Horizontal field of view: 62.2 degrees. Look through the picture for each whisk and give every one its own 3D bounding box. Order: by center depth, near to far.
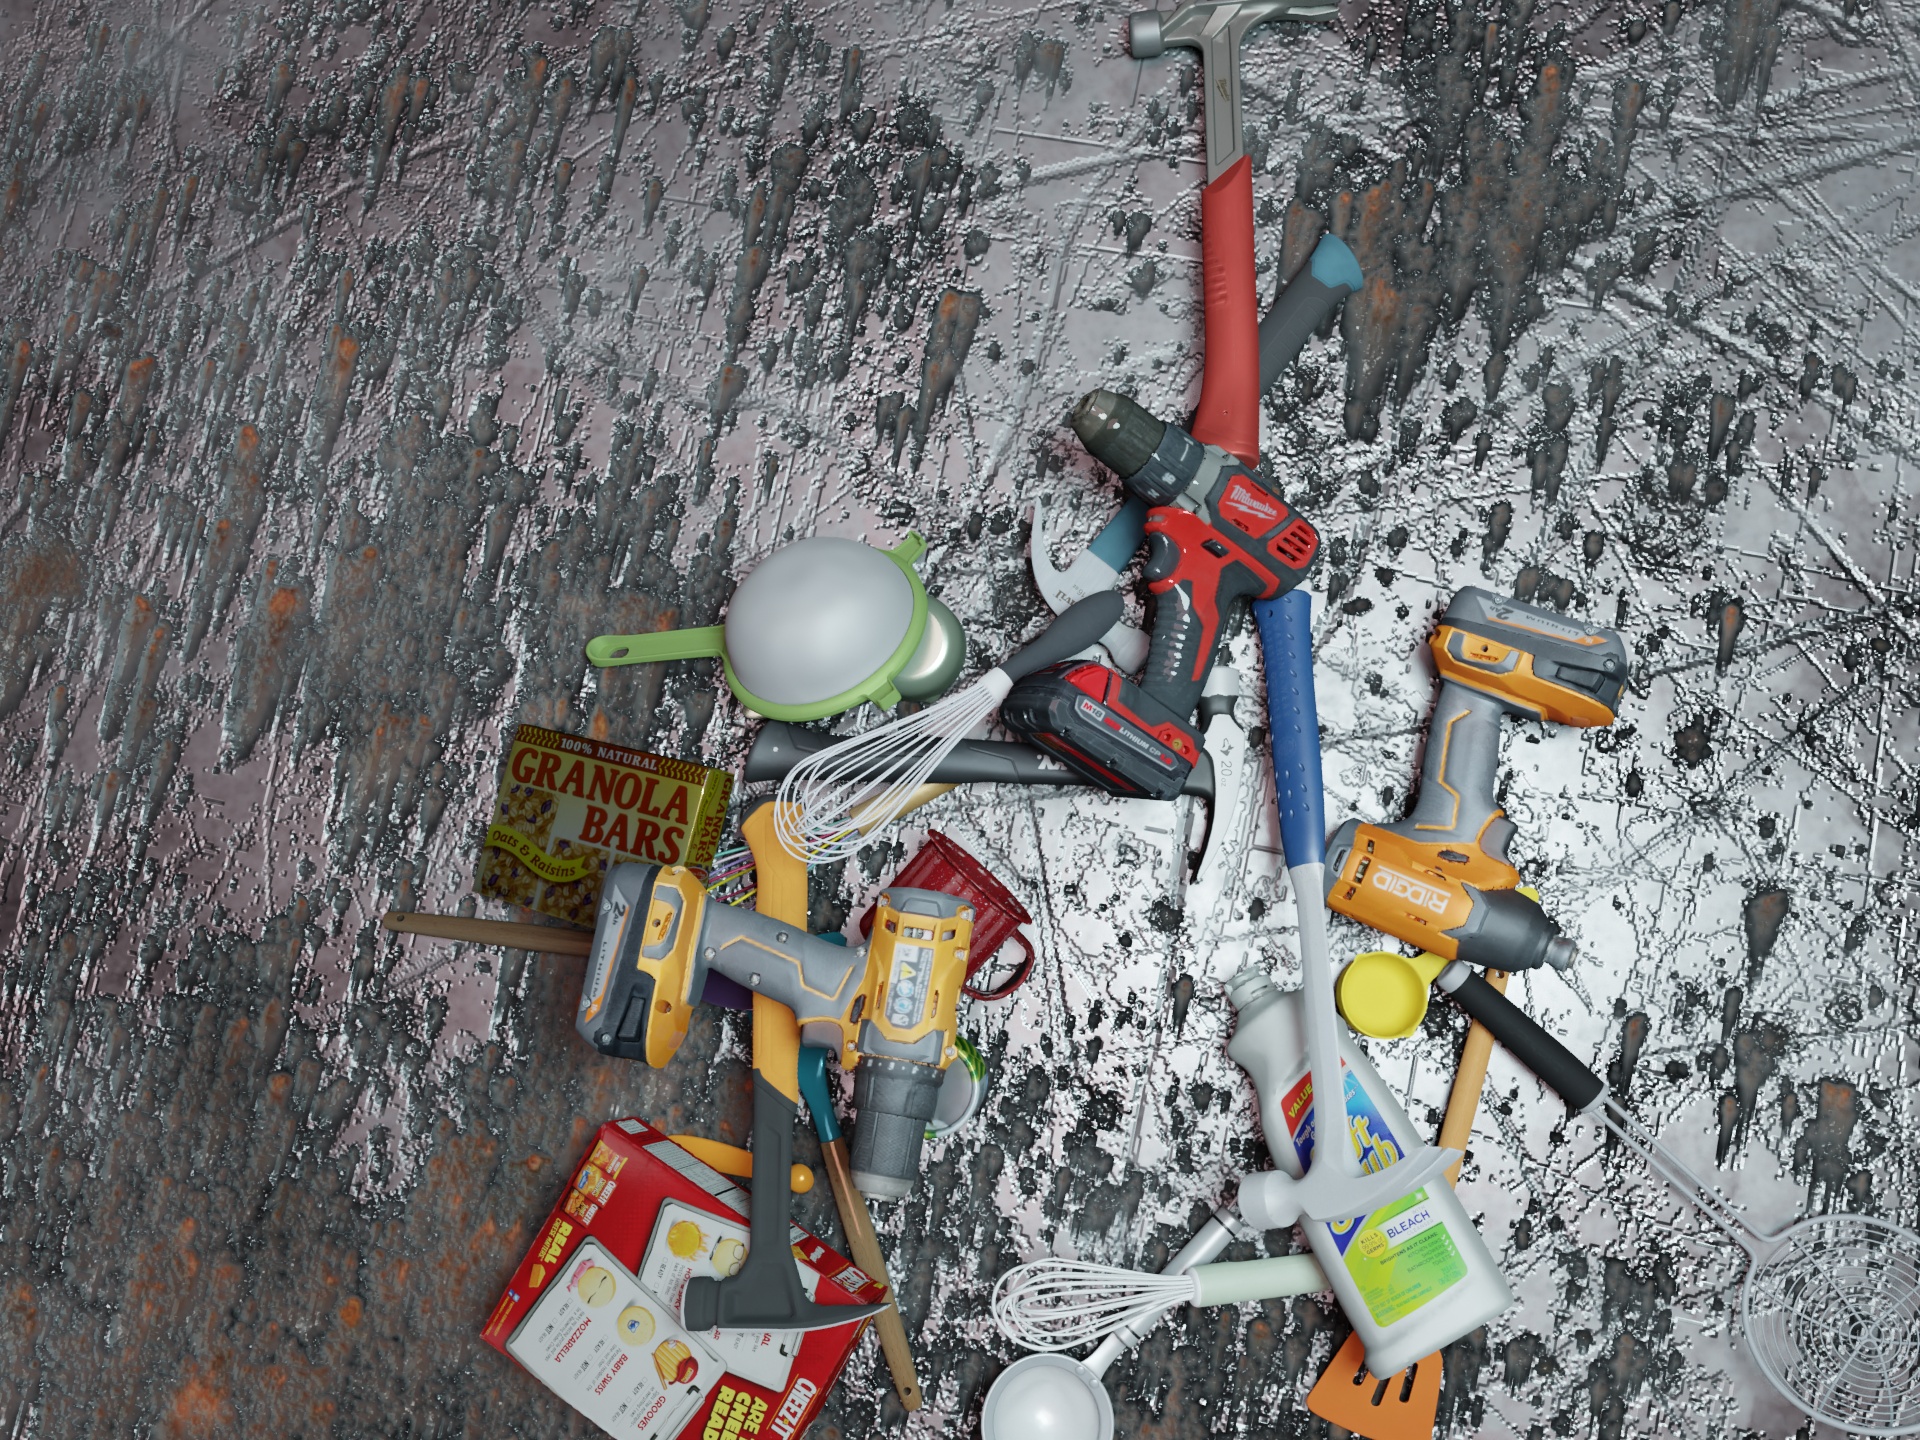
[{"bbox_3d":[0.139,0.358,1.005,0.246,0.057,0.059,-2,40,-14],"label":"whisk"},{"bbox_3d":[-0.001,-0.002,1.034,0.284,0.070,0.070,-36,80,-17],"label":"whisk"},{"bbox_3d":[-0.093,0.079,1.099,0.245,0.047,0.051,-28,79,-3],"label":"whisk"}]

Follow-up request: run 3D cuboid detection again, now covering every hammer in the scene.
[{"bbox_3d":[0.223,0.102,0.998,0.144,0.035,0.406,-27,55,46],"label":"hammer"},{"bbox_3d":[-0.110,0.212,1.018,0.127,0.034,0.337,-3,72,6],"label":"hammer"},{"bbox_3d":[0.023,0.033,1.070,0.335,0.035,0.146,1,78,0],"label":"hammer"},{"bbox_3d":[0.194,-0.343,1.097,0.149,0.036,0.359,-2,75,11],"label":"hammer"},{"bbox_3d":[0.170,-0.198,1.108,0.128,0.033,0.331,38,88,8],"label":"hammer"}]

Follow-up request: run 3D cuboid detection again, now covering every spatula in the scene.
[{"bbox_3d":[0.309,0.307,1.033,0.081,0.041,0.323,17,81,9],"label":"spatula"},{"bbox_3d":[-0.076,0.305,1.075,0.082,0.044,0.317,-17,86,3],"label":"spatula"},{"bbox_3d":[-0.255,0.159,1.110,0.316,0.018,0.060,6,60,9],"label":"spatula"}]

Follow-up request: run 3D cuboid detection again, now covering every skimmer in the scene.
[{"bbox_3d":[0.447,0.278,0.978,0.363,0.090,0.127,42,89,6],"label":"skimmer"}]

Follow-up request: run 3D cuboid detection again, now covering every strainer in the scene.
[{"bbox_3d":[0.102,0.404,1.034,0.087,0.050,0.258,45,83,4],"label":"strainer"},{"bbox_3d":[-0.152,-0.073,1.086,0.256,0.069,0.152,-5,52,18],"label":"strainer"}]

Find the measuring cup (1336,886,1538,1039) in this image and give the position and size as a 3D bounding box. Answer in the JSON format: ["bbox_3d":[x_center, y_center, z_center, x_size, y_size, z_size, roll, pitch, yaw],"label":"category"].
[{"bbox_3d":[0.317,0.156,1.054,0.156,0.029,0.062,-31,80,-10],"label":"measuring cup"}]

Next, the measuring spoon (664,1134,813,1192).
[{"bbox_3d":[-0.154,0.300,1.077,0.117,0.011,0.021,8,99,19],"label":"measuring spoon"}]

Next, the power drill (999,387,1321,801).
[{"bbox_3d":[0.112,-0.081,1.011,0.187,0.080,0.227,33,78,-19],"label":"power drill"}]

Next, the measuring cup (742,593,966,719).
[{"bbox_3d":[-0.077,-0.037,1.109,0.167,0.038,0.083,-21,81,1],"label":"measuring cup"}]

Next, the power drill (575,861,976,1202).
[{"bbox_3d":[-0.112,0.184,0.970,0.226,0.084,0.185,8,75,5],"label":"power drill"}]

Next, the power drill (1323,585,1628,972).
[{"bbox_3d":[0.344,0.045,1.018,0.164,0.084,0.226,23,87,26],"label":"power drill"}]
